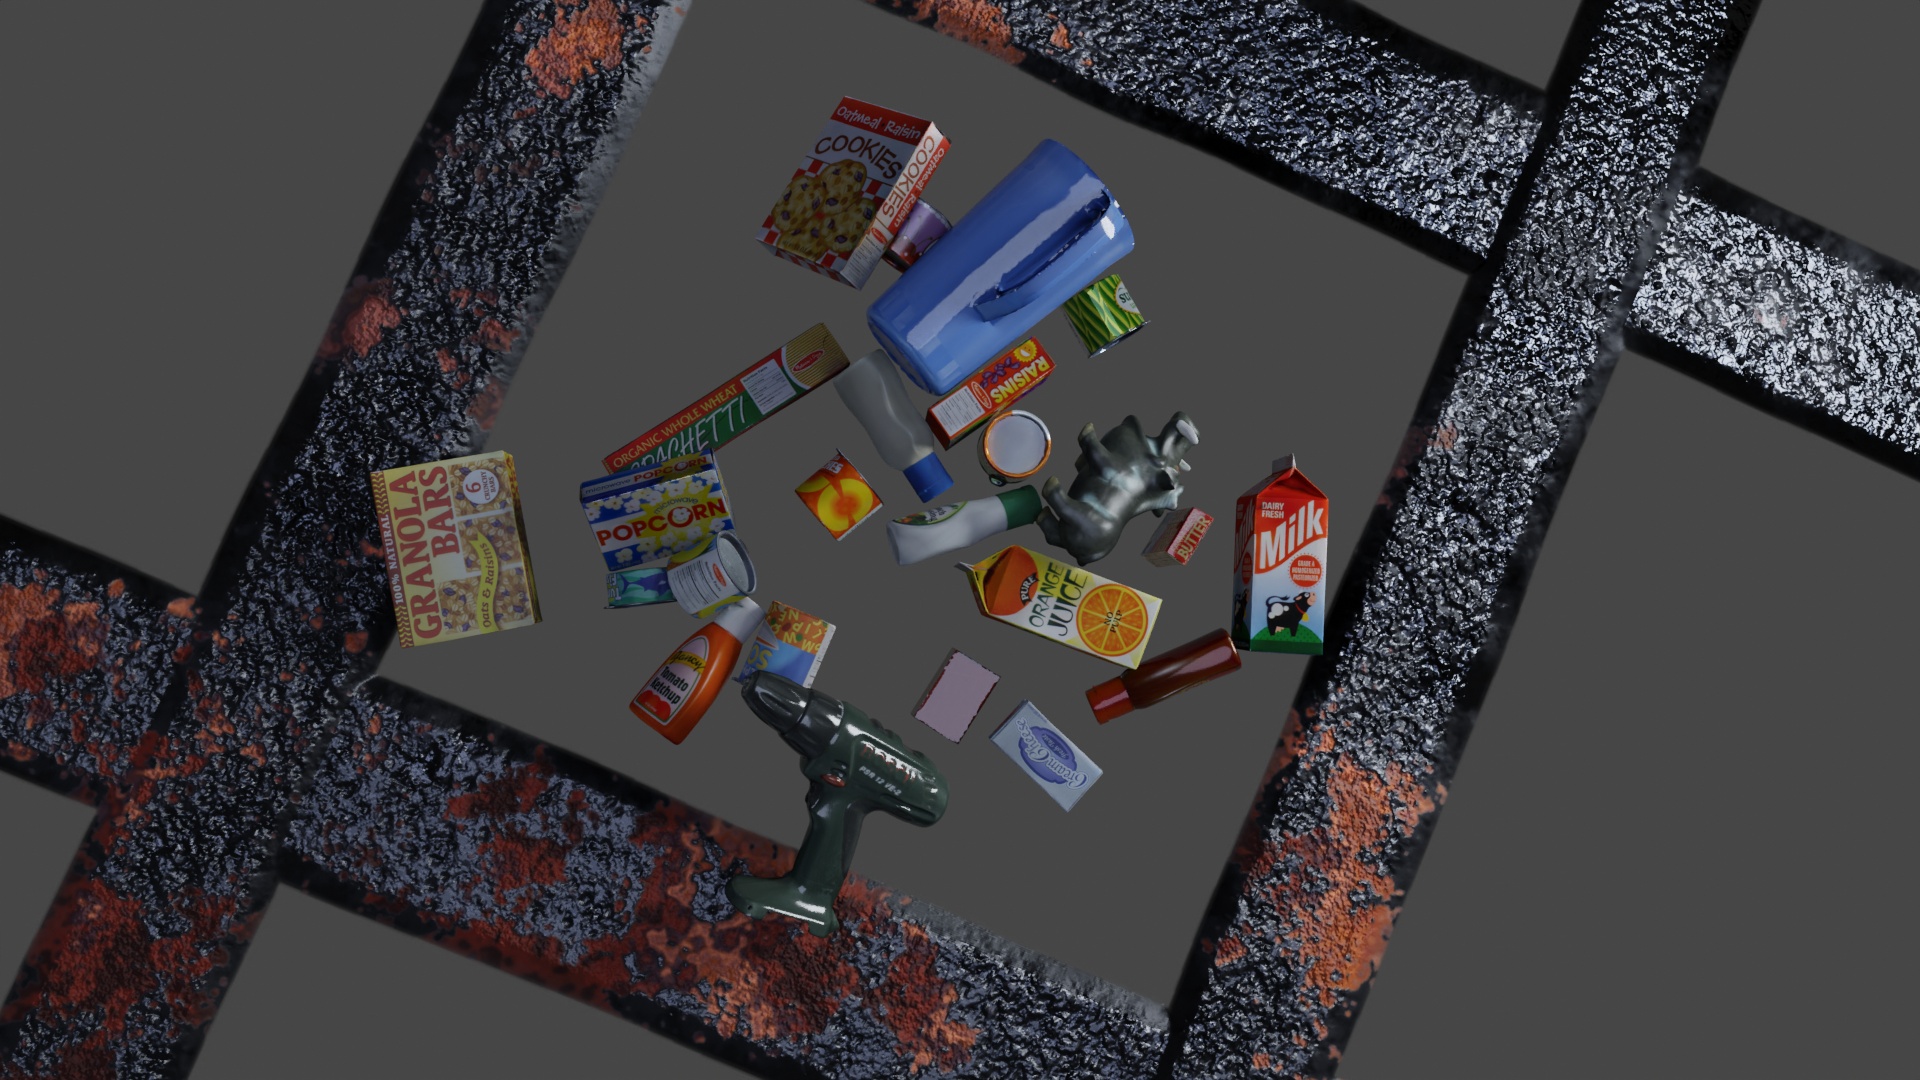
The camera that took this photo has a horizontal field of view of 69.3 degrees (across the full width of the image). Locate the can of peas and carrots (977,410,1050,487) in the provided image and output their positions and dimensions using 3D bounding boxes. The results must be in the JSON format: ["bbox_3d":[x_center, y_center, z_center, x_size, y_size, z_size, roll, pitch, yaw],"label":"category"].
[{"bbox_3d":[0.050,-0.088,1.337,0.071,0.058,0.071,0,87,-4],"label":"can of peas and carrots"}]

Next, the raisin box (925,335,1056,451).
[{"bbox_3d":[0.027,-0.140,1.324,0.123,0.086,0.040,-35,88,-5],"label":"raisin box"}]

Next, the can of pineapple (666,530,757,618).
[{"bbox_3d":[-0.230,0.032,1.289,0.058,0.071,0.071,-25,90,14],"label":"can of pineapple"}]

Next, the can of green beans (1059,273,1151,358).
[{"bbox_3d":[0.138,-0.218,1.347,0.071,0.071,0.058,-30,90,-5],"label":"can of green beans"}]

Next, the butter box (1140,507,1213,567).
[{"bbox_3d":[0.205,-0.002,1.324,0.024,0.103,0.053,33,85,-4],"label":"butter box"}]

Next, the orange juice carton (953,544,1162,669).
[{"bbox_3d":[0.085,0.056,1.326,0.193,0.072,0.073,21,85,-4],"label":"orange juice carton"}]

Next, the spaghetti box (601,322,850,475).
[{"bbox_3d":[-0.224,-0.122,1.330,0.250,0.028,0.050,-33,91,-6],"label":"spaghetti box"}]

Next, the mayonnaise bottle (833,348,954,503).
[{"bbox_3d":[-0.060,-0.107,1.329,0.041,0.064,0.148,-36,95,-44],"label":"mayonnaise bottle"}]

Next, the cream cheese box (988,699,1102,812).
[{"bbox_3d":[0.082,0.207,1.342,0.104,0.024,0.053,44,85,-2],"label":"cream cheese box"}]

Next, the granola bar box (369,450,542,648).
[{"bbox_3d":[-0.470,0.008,1.298,0.124,0.039,0.165,-10,88,-6],"label":"granola bar box"}]

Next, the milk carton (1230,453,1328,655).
[{"bbox_3d":[0.309,0.013,1.347,0.073,0.072,0.190,3,87,-4],"label":"milk carton"}]

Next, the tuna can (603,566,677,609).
[{"bbox_3d":[-0.299,0.044,1.296,0.071,0.071,0.033,-7,87,-5],"label":"tuna can"}]

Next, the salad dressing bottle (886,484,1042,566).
[{"bbox_3d":[0.005,-0.017,1.331,0.148,0.064,0.044,-17,103,-14],"label":"salad dressing bottle"}]

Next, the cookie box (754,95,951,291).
[{"bbox_3d":[-0.102,-0.331,1.315,0.123,0.040,0.167,28,84,35],"label":"cookie box"}]

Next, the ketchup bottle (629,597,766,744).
[{"bbox_3d":[-0.242,0.116,1.305,0.065,0.043,0.149,29,75,35],"label":"ketchup bottle"}]

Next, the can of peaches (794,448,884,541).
[{"bbox_3d":[-0.117,-0.043,1.316,0.058,0.071,0.071,-40,91,-4],"label":"can of peaches"}]

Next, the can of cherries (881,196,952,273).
[{"bbox_3d":[-0.047,-0.291,1.335,0.071,0.071,0.058,36,85,-2],"label":"can of cherries"}]

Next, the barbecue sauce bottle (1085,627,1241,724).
[{"bbox_3d":[0.194,0.132,1.339,0.148,0.065,0.043,-24,87,3],"label":"barbecue sauce bottle"}]

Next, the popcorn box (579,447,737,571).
[{"bbox_3d":[-0.280,-0.028,1.294,0.127,0.038,0.084,-16,129,-6],"label":"popcorn box"}]

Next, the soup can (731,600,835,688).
[{"bbox_3d":[-0.166,0.106,1.305,0.071,0.071,0.084,23,85,-3],"label":"soup can"}]
